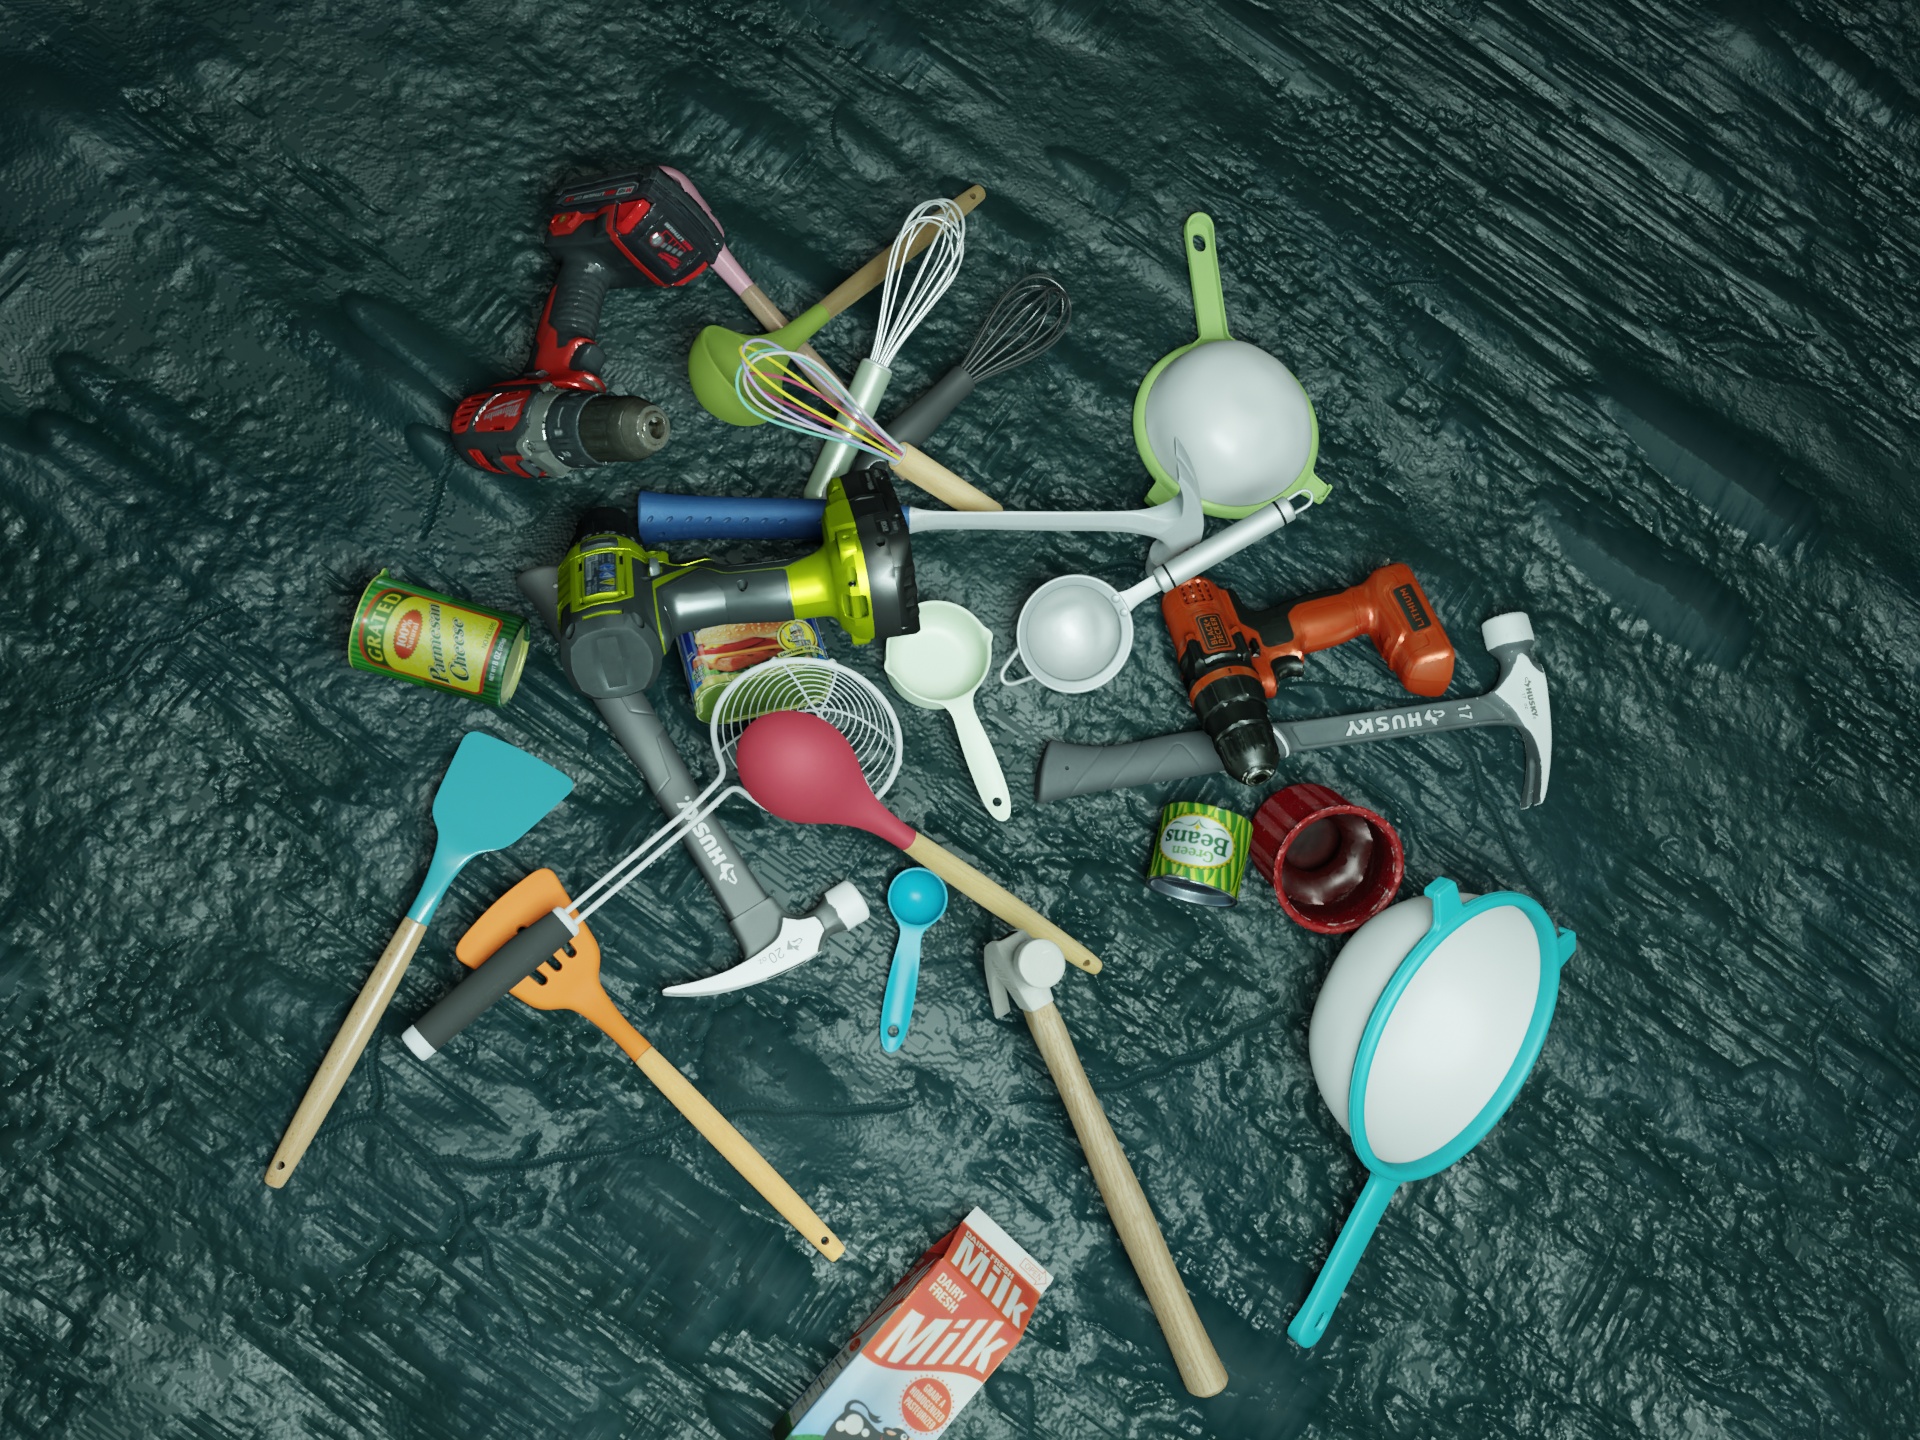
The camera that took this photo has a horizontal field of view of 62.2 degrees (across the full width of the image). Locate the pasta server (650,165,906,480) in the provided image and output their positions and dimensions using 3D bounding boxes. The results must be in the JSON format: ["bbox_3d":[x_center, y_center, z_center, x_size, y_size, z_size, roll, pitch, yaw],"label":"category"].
[{"bbox_3d":[-0.144,-0.301,1.203,0.060,0.040,0.316,-41,89,-16],"label":"pasta server"}]

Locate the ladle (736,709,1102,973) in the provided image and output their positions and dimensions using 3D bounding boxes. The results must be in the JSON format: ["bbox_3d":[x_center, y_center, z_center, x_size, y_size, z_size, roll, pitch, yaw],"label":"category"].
[{"bbox_3d":[-0.017,0.093,1.056,0.315,0.031,0.069,36,97,-27],"label":"ladle"}]

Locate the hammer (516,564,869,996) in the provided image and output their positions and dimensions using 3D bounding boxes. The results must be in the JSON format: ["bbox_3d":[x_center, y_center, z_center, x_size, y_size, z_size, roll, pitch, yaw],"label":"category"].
[{"bbox_3d":[-0.212,0.035,1.099,0.146,0.035,0.335,-31,82,-16],"label":"hammer"}]

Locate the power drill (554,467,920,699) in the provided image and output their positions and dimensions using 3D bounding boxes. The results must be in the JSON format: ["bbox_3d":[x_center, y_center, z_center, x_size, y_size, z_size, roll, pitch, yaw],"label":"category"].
[{"bbox_3d":[-0.152,-0.101,1.048,0.228,0.080,0.191,-10,35,-6],"label":"power drill"}]

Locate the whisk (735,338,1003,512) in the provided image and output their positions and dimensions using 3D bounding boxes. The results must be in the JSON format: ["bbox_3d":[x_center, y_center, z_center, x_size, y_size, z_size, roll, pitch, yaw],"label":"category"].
[{"bbox_3d":[-0.060,-0.195,1.123,0.244,0.047,0.051,28,86,-36],"label":"whisk"}]

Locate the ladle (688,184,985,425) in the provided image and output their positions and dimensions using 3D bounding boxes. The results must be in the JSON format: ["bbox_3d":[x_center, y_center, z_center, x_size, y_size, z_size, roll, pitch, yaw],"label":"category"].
[{"bbox_3d":[-0.080,-0.322,1.181,0.320,0.062,0.078,-45,101,-27],"label":"ladle"}]

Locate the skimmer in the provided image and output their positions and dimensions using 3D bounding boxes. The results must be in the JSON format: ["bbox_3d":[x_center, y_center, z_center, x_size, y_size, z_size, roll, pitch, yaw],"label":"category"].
[{"bbox_3d":[-0.197,0.095,1.018,0.363,0.090,0.127,-41,114,-17],"label":"skimmer"}]

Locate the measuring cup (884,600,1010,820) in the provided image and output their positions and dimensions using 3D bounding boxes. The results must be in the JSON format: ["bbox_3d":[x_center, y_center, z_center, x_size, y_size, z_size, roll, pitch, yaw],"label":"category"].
[{"bbox_3d":[-0.002,-0.004,1.143,0.083,0.038,0.168,-19,82,-14],"label":"measuring cup"}]

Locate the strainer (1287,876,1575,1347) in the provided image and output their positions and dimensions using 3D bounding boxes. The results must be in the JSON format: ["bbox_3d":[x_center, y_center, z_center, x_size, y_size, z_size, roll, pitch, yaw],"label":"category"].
[{"bbox_3d":[0.282,0.257,1.095,0.210,0.095,0.340,21,96,-42],"label":"strainer"}]

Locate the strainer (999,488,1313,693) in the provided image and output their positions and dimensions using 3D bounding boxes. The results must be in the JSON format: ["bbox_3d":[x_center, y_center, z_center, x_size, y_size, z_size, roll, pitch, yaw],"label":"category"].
[{"bbox_3d":[0.140,-0.097,1.146,0.258,0.050,0.086,-30,105,6],"label":"strainer"}]

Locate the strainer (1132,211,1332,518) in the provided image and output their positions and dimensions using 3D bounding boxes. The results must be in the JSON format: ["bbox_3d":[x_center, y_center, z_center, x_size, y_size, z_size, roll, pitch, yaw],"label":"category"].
[{"bbox_3d":[0.208,-0.287,1.232,0.151,0.069,0.256,-4,78,-10],"label":"strainer"}]

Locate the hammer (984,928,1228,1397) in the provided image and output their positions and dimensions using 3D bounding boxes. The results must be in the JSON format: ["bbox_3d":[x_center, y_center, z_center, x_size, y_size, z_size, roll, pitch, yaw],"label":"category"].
[{"bbox_3d":[0.096,0.292,1.055,0.031,0.130,0.331,-25,92,-15],"label":"hammer"}]

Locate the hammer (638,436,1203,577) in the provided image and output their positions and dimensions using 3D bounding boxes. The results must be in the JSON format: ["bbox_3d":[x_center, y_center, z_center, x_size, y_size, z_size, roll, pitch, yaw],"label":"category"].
[{"bbox_3d":[-0.026,-0.148,1.141,0.405,0.144,0.035,0,62,-2],"label":"hammer"}]

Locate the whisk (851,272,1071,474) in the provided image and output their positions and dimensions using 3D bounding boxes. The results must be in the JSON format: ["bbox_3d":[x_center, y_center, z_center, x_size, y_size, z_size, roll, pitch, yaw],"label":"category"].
[{"bbox_3d":[0.002,-0.254,1.197,0.055,0.055,0.239,43,72,3],"label":"whisk"}]

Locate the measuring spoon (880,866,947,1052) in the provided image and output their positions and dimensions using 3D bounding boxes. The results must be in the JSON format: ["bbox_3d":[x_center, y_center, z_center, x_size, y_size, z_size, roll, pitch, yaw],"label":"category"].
[{"bbox_3d":[-0.039,0.166,1.107,0.042,0.021,0.129,11,83,-7],"label":"measuring spoon"}]

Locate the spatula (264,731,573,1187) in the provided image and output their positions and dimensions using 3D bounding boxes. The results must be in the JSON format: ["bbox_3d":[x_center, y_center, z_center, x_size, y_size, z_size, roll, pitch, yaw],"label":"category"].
[{"bbox_3d":[-0.368,0.157,1.050,0.082,0.044,0.317,27,78,-2],"label":"spatula"}]

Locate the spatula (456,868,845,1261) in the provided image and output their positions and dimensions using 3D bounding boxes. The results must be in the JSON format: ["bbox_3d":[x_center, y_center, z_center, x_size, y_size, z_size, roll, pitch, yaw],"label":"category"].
[{"bbox_3d":[-0.193,0.237,1.047,0.322,0.041,0.081,45,73,3],"label":"spatula"}]

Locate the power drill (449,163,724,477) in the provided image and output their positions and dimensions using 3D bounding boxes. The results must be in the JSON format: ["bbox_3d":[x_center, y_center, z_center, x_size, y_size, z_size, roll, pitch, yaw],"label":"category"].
[{"bbox_3d":[-0.246,-0.270,1.108,0.188,0.080,0.227,7,69,36],"label":"power drill"}]

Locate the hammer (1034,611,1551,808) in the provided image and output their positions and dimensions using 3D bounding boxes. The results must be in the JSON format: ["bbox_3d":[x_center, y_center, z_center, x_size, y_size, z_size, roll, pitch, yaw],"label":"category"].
[{"bbox_3d":[0.252,0.017,1.181,0.409,0.036,0.149,-8,78,-11],"label":"hammer"}]

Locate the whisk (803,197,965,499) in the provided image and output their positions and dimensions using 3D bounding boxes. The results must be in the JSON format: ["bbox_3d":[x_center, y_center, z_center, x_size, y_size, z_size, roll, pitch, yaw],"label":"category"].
[{"bbox_3d":[-0.059,-0.267,1.166,0.059,0.057,0.246,27,94,34],"label":"whisk"}]
